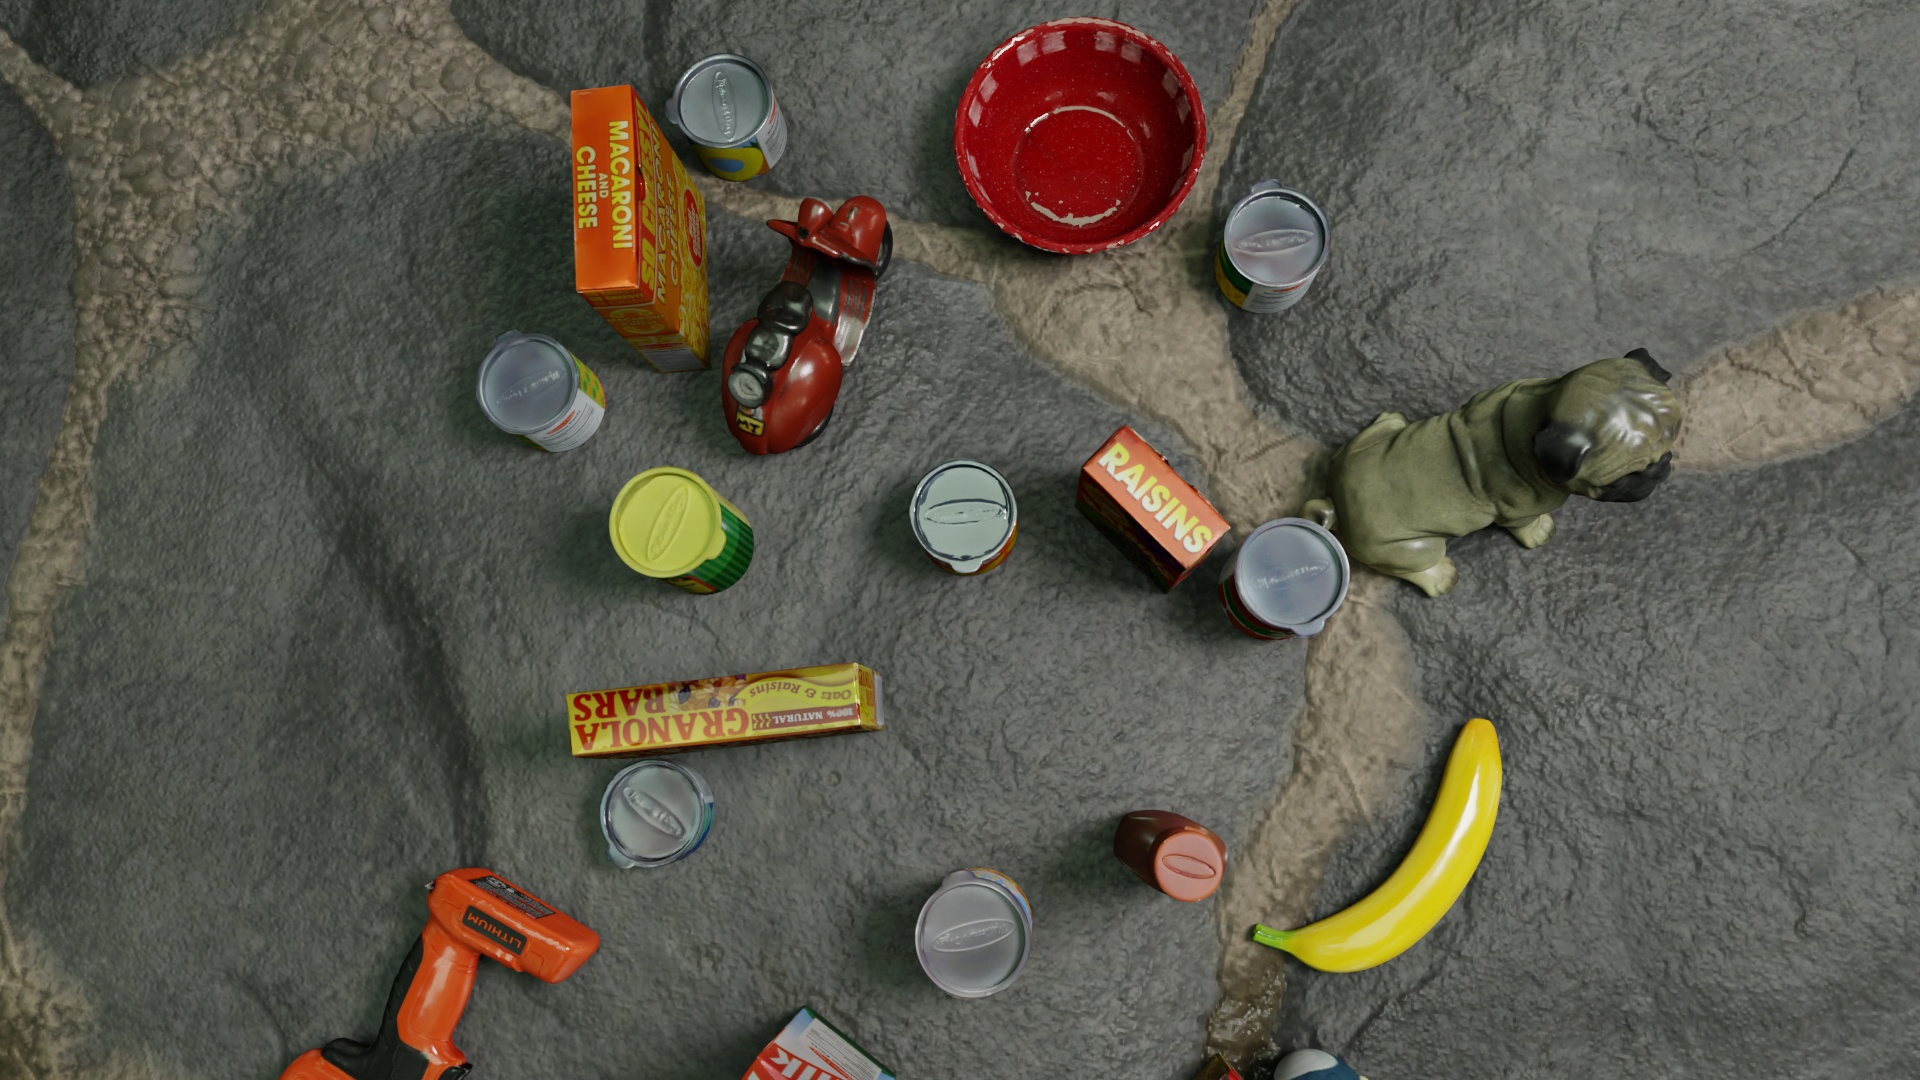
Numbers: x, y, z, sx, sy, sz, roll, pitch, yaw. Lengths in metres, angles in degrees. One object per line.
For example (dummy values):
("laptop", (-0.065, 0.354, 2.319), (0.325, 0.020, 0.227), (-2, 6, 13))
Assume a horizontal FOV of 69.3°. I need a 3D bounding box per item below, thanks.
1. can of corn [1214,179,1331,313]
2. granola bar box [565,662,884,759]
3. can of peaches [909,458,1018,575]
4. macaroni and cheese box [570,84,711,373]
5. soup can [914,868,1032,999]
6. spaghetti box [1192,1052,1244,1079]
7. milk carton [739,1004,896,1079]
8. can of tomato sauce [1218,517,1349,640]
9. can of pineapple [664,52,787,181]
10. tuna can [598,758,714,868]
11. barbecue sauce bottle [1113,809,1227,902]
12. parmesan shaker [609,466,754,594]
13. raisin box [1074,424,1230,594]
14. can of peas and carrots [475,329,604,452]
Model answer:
("can of corn", (0.199, -0.188, 0.893), (0.071, 0.058, 0.071), (0, 81, 3))
("granola bar box", (-0.134, 0.104, 0.829), (0.166, 0.124, 0.039), (-6, 81, 2))
("can of peaches", (0.003, -0.011, 0.875), (0.071, 0.058, 0.071), (0, 81, 3))
("macaroni and cheese box", (-0.194, -0.186, 0.860), (0.040, 0.166, 0.124), (-5, 81, 3))
("soup can", (0.009, 0.227, 0.822), (0.071, 0.083, 0.071), (0, 81, 3))
("spaghetti box", (0.077, 0.403, 0.805), (0.029, 0.050, 0.250), (44, 85, 9))
("milk carton", (-0.094, 0.321, 0.757), (0.073, 0.190, 0.072), (36, 85, 8))
("can of tomato sauce", (0.195, 0.027, 0.845), (0.071, 0.083, 0.071), (0, 81, 3))
("can of pineapple", (-0.155, -0.282, 0.929), (0.071, 0.058, 0.071), (0, 81, 3))
("tuna can", (-0.190, 0.172, 0.868), (0.071, 0.033, 0.071), (0, 81, 3))
("barbecue sauce bottle", (0.122, 0.179, 0.790), (0.065, 0.148, 0.044), (15, 82, 6))
("parmesan shaker", (-0.167, -0.002, 0.860), (0.071, 0.103, 0.071), (-1, 81, 3))
("raisin box", (0.113, -0.016, 0.836), (0.040, 0.123, 0.086), (-44, 81, -4))
("can of peas and carrots", (-0.273, -0.097, 0.904), (0.071, 0.058, 0.071), (0, 81, 3))
